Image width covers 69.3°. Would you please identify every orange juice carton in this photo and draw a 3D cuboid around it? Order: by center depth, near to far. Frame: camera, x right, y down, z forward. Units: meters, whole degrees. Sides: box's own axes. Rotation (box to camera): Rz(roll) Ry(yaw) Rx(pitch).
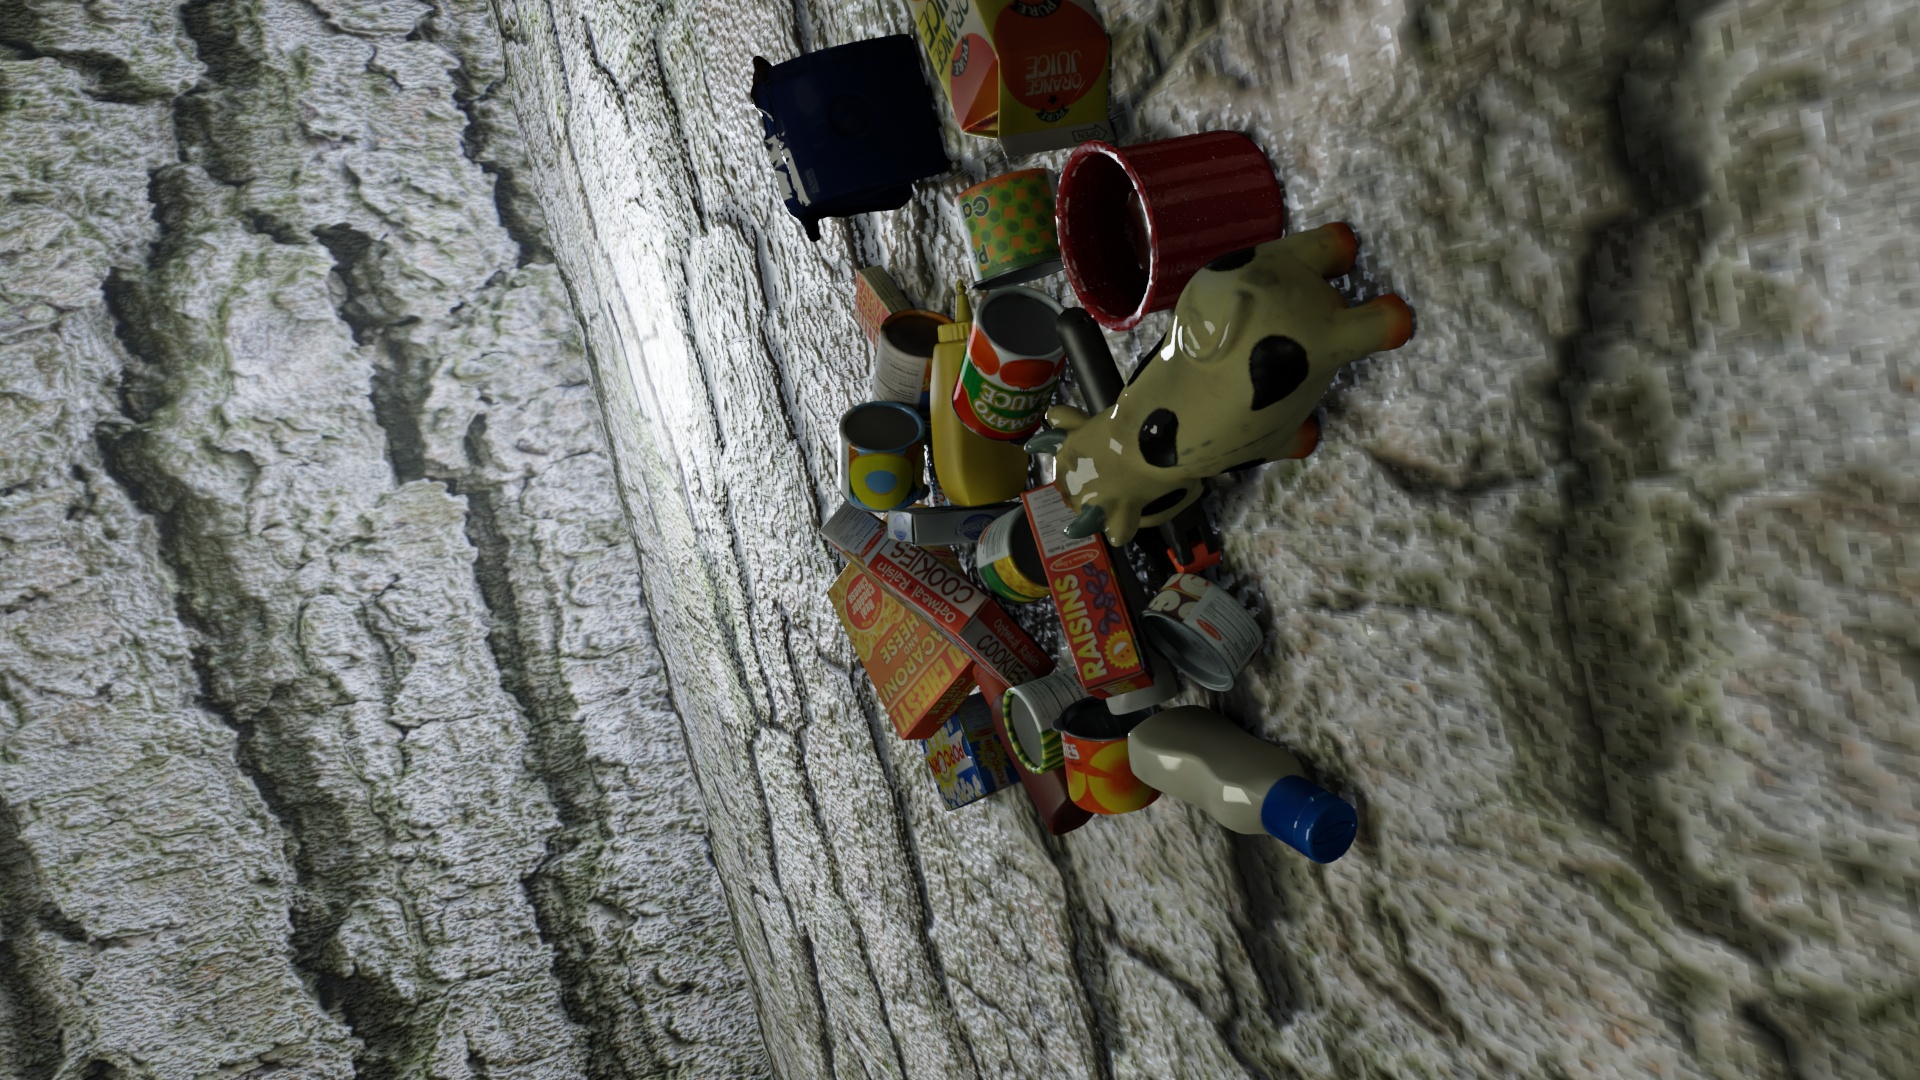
[{"bbox_3d":[0.023,-0.306,0.802,0.193,0.072,0.072,69,158,14],"label":"orange juice carton"}]

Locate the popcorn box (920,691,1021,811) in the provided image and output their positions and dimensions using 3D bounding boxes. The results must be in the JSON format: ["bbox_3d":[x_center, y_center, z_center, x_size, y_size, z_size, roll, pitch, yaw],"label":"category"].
[{"bbox_3d":[0.005,0.189,1.240,0.126,0.038,0.085,132,121,-65],"label":"popcorn box"}]

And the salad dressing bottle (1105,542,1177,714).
[{"bbox_3d":[0.097,0.036,0.900,0.064,0.044,0.147,141,113,-77],"label":"salad dressing bottle"}]

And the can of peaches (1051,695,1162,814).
[{"bbox_3d":[0.100,0.143,0.931,0.071,0.071,0.058,30,133,61],"label":"can of peaches"}]

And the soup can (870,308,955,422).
[{"bbox_3d":[-0.032,-0.128,1.073,0.071,0.071,0.083,57,149,36],"label":"soup can"}]

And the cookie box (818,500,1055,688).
[{"bbox_3d":[-0.017,0.043,1.062,0.168,0.040,0.122,34,172,39],"label":"cookie box"}]

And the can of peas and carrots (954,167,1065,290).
[{"bbox_3d":[0.032,-0.192,0.862,0.071,0.071,0.058,-11,94,68],"label":"can of peas and carrots"}]

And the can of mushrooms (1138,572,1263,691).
[{"bbox_3d":[0.136,0.052,0.792,0.071,0.033,0.070,37,163,14],"label":"can of mushrooms"}]

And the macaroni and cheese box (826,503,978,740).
[{"bbox_3d":[-0.039,0.068,1.195,0.123,0.040,0.167,-51,53,30],"label":"macaroni and cheese box"}]

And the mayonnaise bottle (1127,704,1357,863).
[{"bbox_3d":[0.161,0.138,0.794,0.148,0.065,0.041,25,127,58],"label":"mayonnaise bottle"}]

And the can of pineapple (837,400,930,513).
[{"bbox_3d":[-0.057,-0.063,1.043,0.071,0.071,0.057,54,152,41],"label":"can of pineapple"}]

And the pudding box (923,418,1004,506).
[{"bbox_3d":[0.001,-0.056,1.062,0.030,0.050,0.083,18,121,63],"label":"pudding box"}]

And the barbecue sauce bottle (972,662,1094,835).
[{"bbox_3d":[0.056,0.152,1.083,0.149,0.044,0.064,60,154,34],"label":"barbecue sauce bottle"}]

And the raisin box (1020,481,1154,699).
[{"bbox_3d":[0.078,0.030,0.831,0.086,0.040,0.123,43,-150,-75],"label":"raisin box"}]

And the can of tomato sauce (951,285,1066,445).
[{"bbox_3d":[0.034,-0.115,0.916,0.071,0.071,0.082,62,155,27],"label":"can of tomato sauce"}]

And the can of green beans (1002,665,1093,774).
[{"bbox_3d":[0.071,0.131,1.011,0.071,0.058,0.071,49,148,47],"label":"can of green beans"}]

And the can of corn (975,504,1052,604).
[{"bbox_3d":[0.053,0.009,0.962,0.058,0.071,0.071,-30,78,67],"label":"can of corn"}]

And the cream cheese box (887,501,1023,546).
[{"bbox_3d":[0.004,-0.013,1.010,0.053,0.104,0.024,-170,77,-66],"label":"cream cheese box"}]

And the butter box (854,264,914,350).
[{"bbox_3d":[-0.057,-0.179,1.153,0.104,0.024,0.052,56,152,38],"label":"butter box"}]

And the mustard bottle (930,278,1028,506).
[{"bbox_3d":[0.010,-0.107,0.994,0.049,0.065,0.160,9,106,63],"label":"mustard bottle"}]
